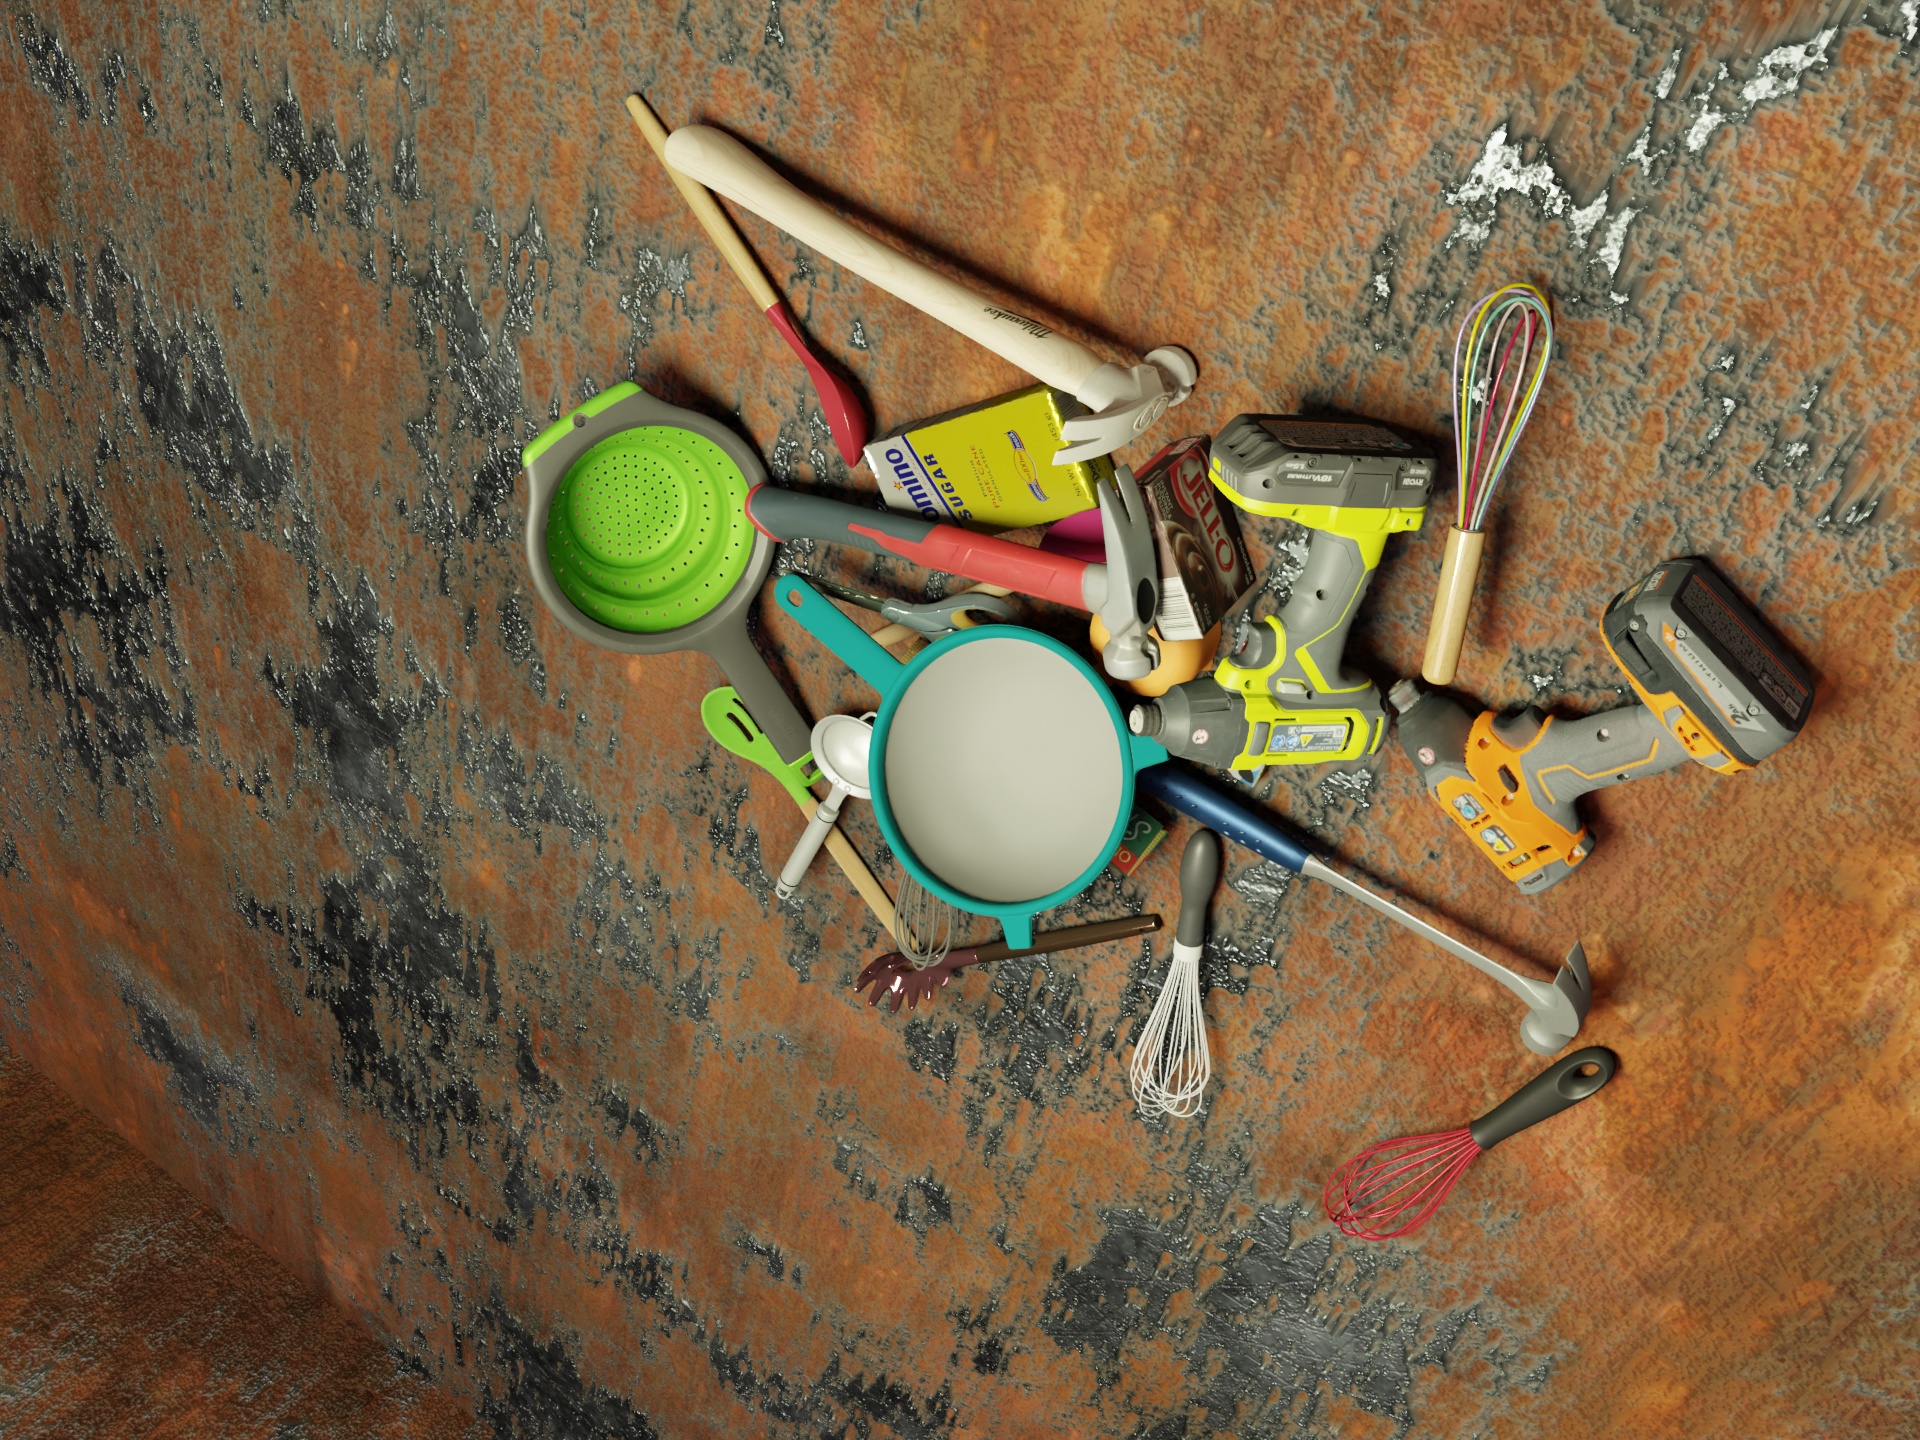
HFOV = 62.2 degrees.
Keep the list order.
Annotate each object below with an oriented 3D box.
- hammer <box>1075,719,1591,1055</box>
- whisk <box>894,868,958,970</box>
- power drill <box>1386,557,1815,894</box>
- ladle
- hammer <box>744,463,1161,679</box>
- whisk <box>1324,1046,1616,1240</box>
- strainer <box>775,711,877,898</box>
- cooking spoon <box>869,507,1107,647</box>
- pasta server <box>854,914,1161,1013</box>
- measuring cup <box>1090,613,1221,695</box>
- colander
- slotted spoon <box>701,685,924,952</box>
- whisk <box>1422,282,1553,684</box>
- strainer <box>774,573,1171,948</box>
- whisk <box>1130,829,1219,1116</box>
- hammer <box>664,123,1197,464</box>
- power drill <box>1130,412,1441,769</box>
[{"bbox_3d":[0.260,0.105,1.146,0.406,0.035,0.144,30,161,21],"label":"hammer"},{"bbox_3d":[-0.026,0.084,1.294,0.055,0.055,0.239,1,90,35],"label":"whisk"},{"bbox_3d":[0.380,-0.001,0.987,0.164,0.084,0.226,47,138,2],"label":"power drill"},{"bbox_3d":[-0.156,-0.329,1.184,0.315,0.031,0.069,56,168,-4],"label":"ladle"},{"bbox_3d":[-0.023,-0.139,1.135,0.387,0.038,0.143,19,133,40],"label":"hammer"},{"bbox_3d":[0.384,0.326,1.217,0.073,0.073,0.295,44,128,3],"label":"whisk"},{"bbox_3d":[-0.113,0.073,1.393,0.087,0.050,0.258,34,126,4],"label":"strainer"},{"bbox_3d":[0.031,-0.101,1.196,0.068,0.017,0.319,22,153,-35],"label":"cooking spoon"},{"bbox_3d":[0.037,0.206,1.383,0.316,0.040,0.060,-17,129,36],"label":"pasta server"},{"bbox_3d":[0.114,-0.039,1.167,0.095,0.052,0.173,47,132,0],"label":"measuring cup"},{"bbox_3d":[-0.225,-0.104,1.337,0.095,0.204,0.396,41,164,56],"label":"colander"},{"bbox_3d":[-0.127,0.094,1.445,0.070,0.031,0.313,-30,102,28],"label":"slotted spoon"},{"bbox_3d":[0.311,-0.135,0.948,0.051,0.047,0.244,25,122,38],"label":"whisk"},{"bbox_3d":[-0.002,-0.004,1.203,0.341,0.095,0.211,41,108,21],"label":"strainer"},{"bbox_3d":[0.181,0.208,1.287,0.070,0.070,0.284,18,122,25],"label":"whisk"},{"bbox_3d":[-0.046,-0.298,1.066,0.411,0.146,0.038,34,134,19],"label":"hammer"},{"bbox_3d":[0.203,-0.073,1.003,0.171,0.080,0.223,-1,119,-16],"label":"power drill"}]
